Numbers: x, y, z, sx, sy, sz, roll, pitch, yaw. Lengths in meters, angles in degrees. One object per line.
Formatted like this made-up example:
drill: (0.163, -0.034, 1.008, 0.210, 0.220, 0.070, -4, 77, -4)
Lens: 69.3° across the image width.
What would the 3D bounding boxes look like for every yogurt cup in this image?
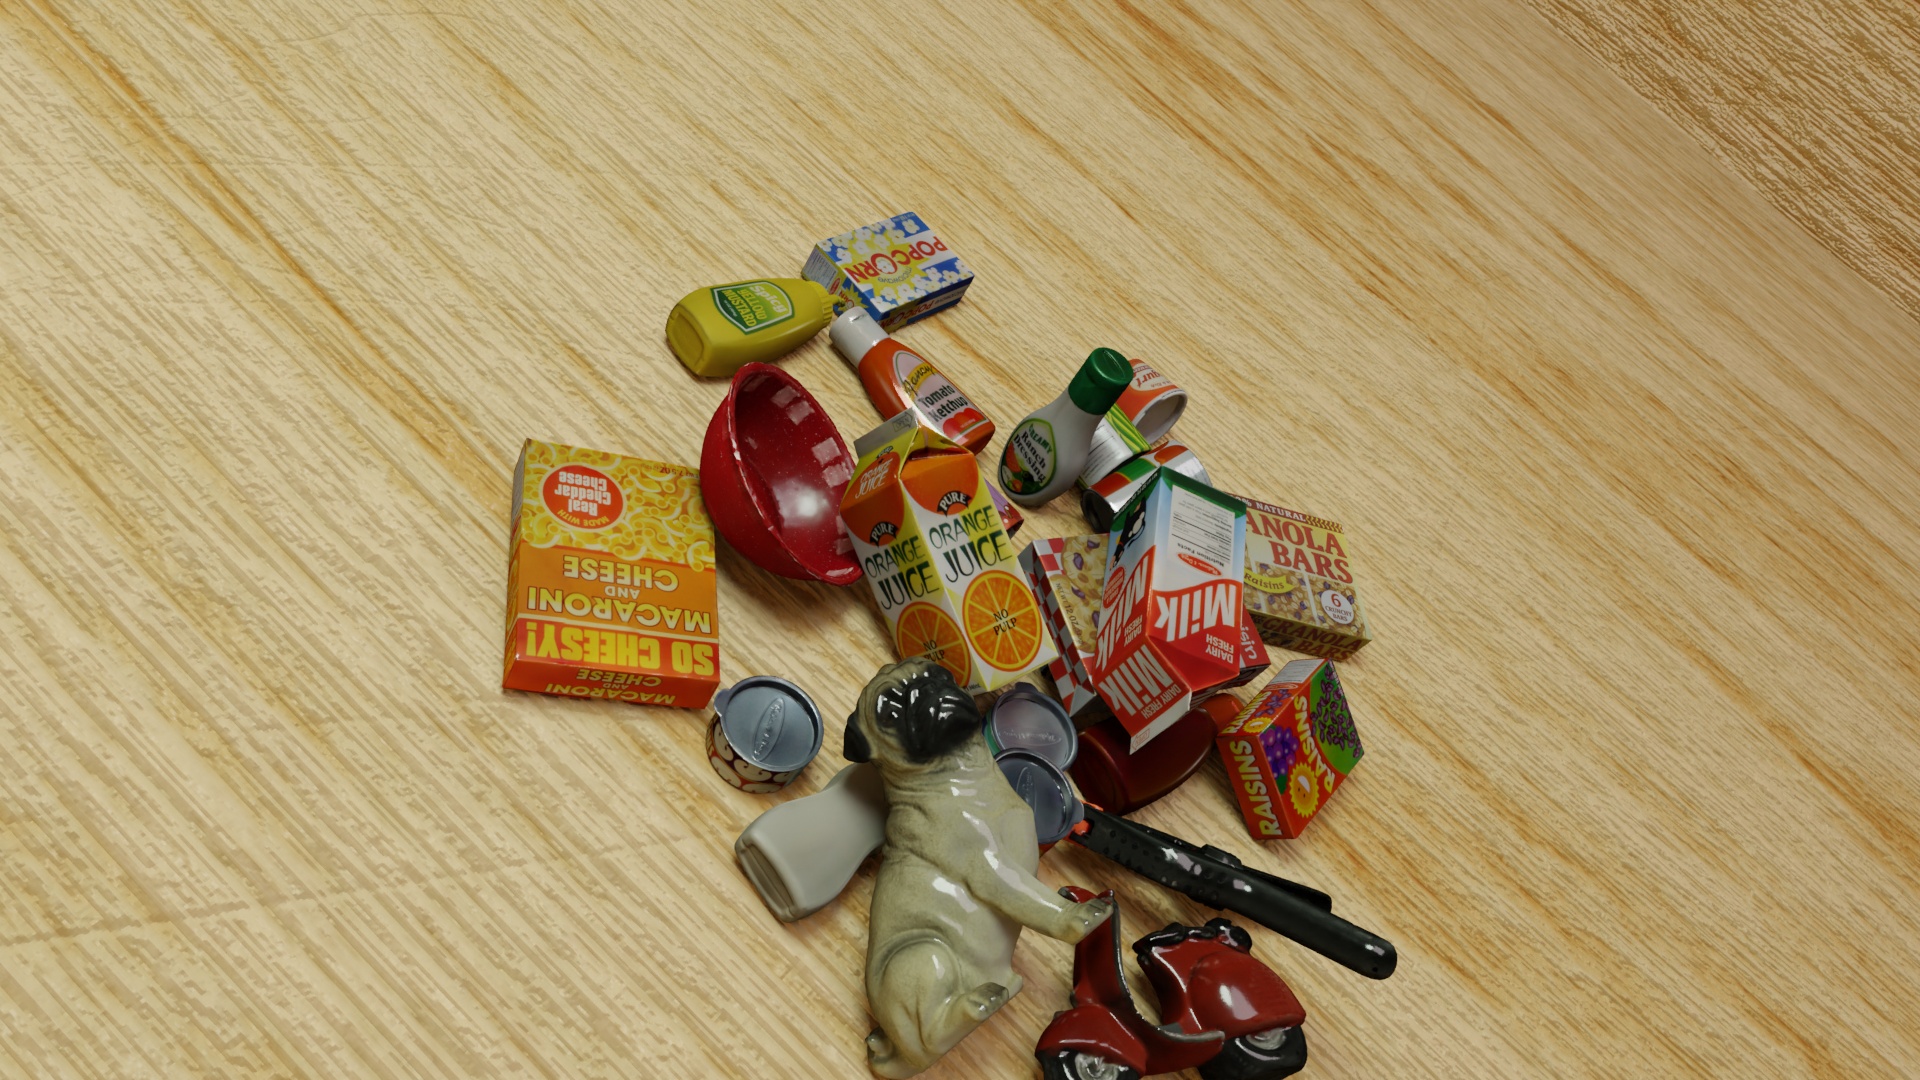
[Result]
yogurt cup: (0.154, -0.120, 1.198, 0.073, 0.072, 0.054, -19, 58, -40)

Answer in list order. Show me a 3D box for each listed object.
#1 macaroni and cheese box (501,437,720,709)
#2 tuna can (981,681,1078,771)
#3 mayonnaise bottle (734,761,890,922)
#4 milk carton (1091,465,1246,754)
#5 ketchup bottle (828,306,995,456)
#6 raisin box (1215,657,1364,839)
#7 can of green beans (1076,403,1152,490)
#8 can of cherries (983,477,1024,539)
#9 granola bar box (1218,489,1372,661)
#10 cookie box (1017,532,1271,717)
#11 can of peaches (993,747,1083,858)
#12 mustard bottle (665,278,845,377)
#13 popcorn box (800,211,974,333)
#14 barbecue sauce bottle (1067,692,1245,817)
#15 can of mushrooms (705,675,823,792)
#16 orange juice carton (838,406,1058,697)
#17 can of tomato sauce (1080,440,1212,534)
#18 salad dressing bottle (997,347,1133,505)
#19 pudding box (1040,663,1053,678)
macaroni and cheese box: (-0.216, 0.021, 0.869, 0.124, 0.040, 0.167, 10, 49, -25)
tuna can: (0.043, 0.134, 0.938, 0.071, 0.032, 0.071, 17, 47, -19)
mayonnaise bottle: (-0.063, 0.167, 0.841, 0.149, 0.041, 0.065, -28, 79, -44)
milk carton: (0.141, 0.050, 0.940, 0.073, 0.072, 0.191, 23, 49, -14)
ketchup bottle: (-0.043, -0.120, 1.091, 0.149, 0.043, 0.065, 47, 48, 11)
raisin box: (0.243, 0.151, 1.019, 0.124, 0.040, 0.086, -33, 106, -45)
can of green beans: (0.114, -0.076, 1.134, 0.071, 0.071, 0.058, -21, 68, -41)
can of cherries: (0.004, -0.013, 1.011, 0.058, 0.071, 0.072, 46, 45, 8)
granola bar box: (0.252, 0.026, 1.153, 0.166, 0.038, 0.125, 14, 49, -21)
cookie box: (0.132, 0.054, 1.007, 0.168, 0.040, 0.123, -5, 61, -33)
can of peaches: (0.033, 0.175, 0.881, 0.071, 0.057, 0.071, 17, 46, -19)
mustard bottle: (-0.147, -0.172, 1.066, 0.161, 0.048, 0.065, -26, 72, -43)
popcorn box: (-0.059, -0.224, 1.171, 0.085, 0.038, 0.127, 48, 45, 11)
barbecue sauce bottle: (0.145, 0.145, 0.986, 0.149, 0.043, 0.065, -15, 64, -40)
can of mushrooms: (-0.122, 0.118, 0.850, 0.071, 0.033, 0.071, 17, 48, -19)
orange juice carton: (-0.016, 0.010, 0.935, 0.073, 0.071, 0.192, -22, 89, -42)
can of tomato sauce: (0.148, -0.032, 1.098, 0.083, 0.071, 0.071, -31, 71, -14)
salad dressing bottle: (0.080, -0.087, 1.064, 0.044, 0.147, 0.064, -12, 61, -38)
pudding box: (0.086, 0.064, 1.025, 0.050, 0.030, 0.084, 18, 47, -20)
